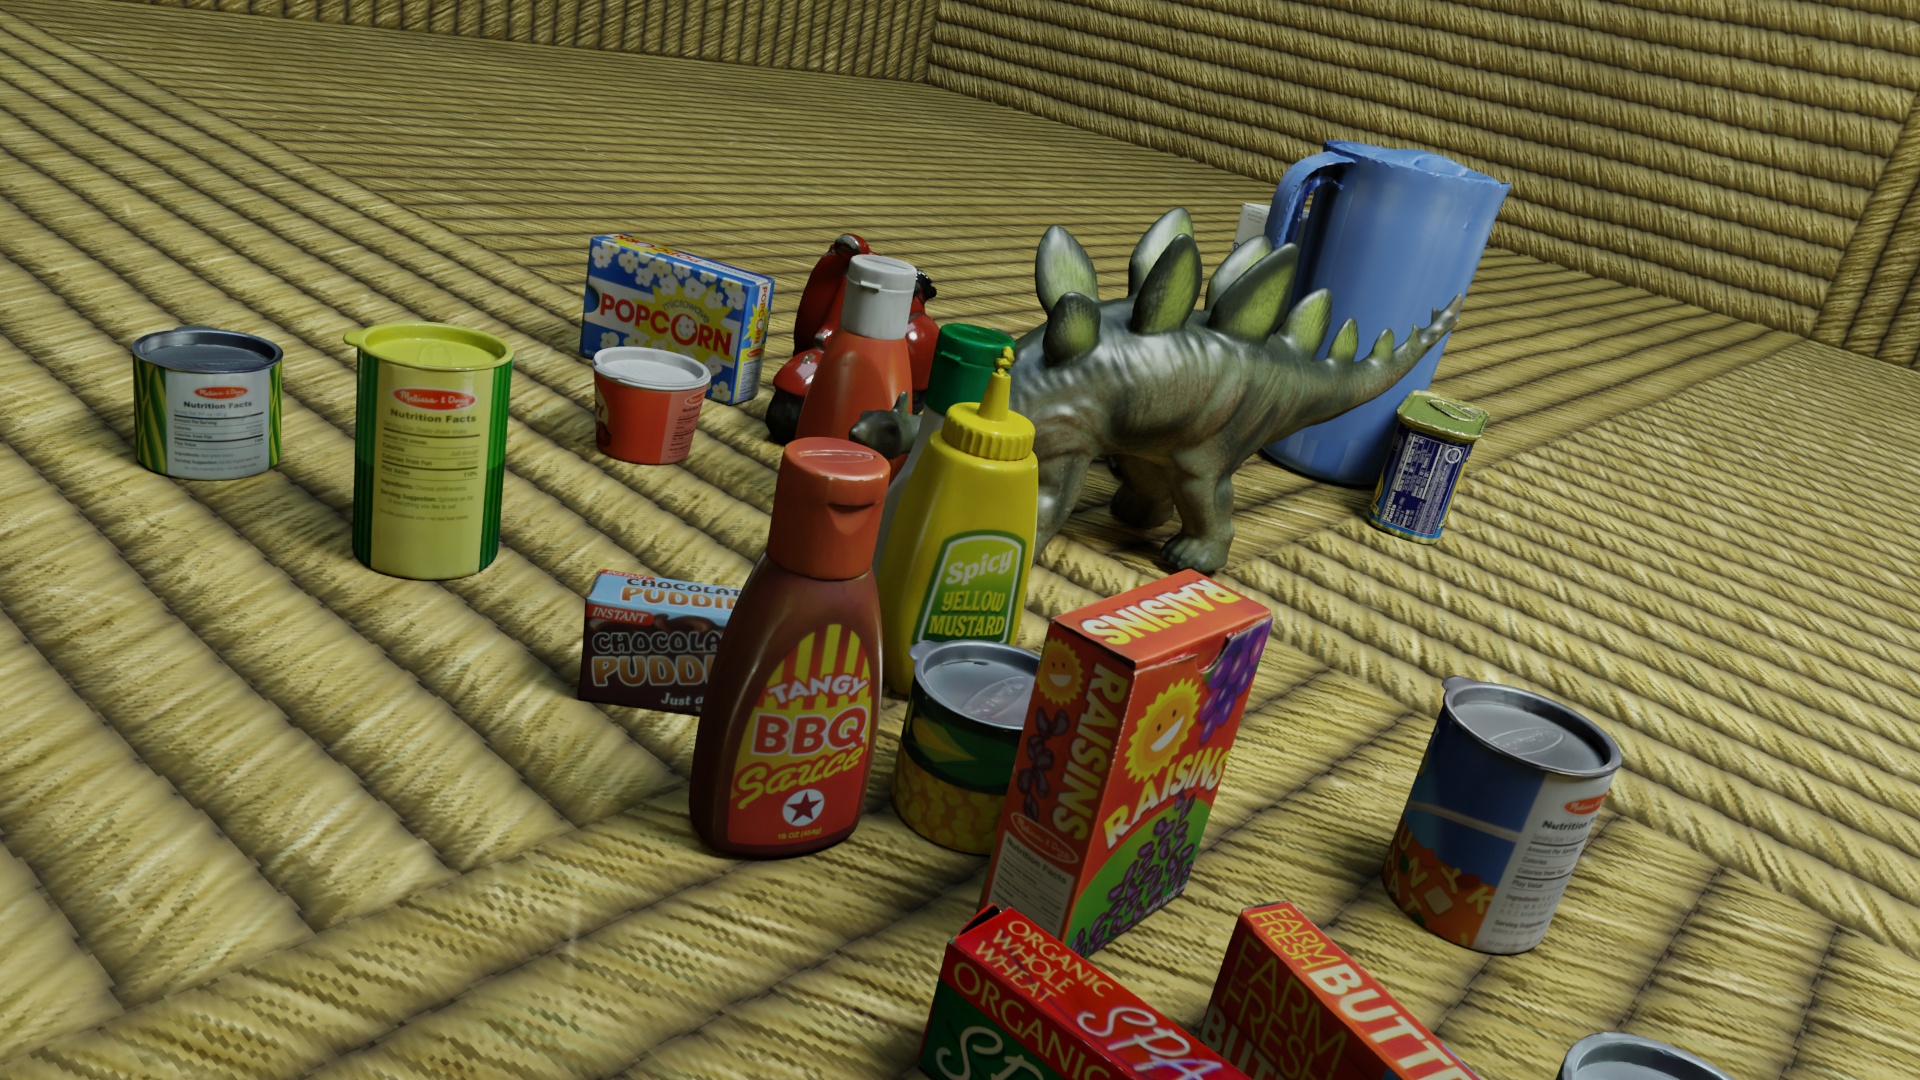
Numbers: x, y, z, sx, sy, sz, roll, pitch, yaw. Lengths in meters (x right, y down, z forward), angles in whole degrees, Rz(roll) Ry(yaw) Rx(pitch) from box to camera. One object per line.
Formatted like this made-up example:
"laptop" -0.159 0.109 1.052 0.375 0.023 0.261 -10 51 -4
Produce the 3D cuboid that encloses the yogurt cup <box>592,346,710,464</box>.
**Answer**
"yogurt cup" -0.185 -0.079 0.821 0.072 0.053 0.073 10 22 -4

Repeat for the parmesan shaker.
"parmesan shaker" -0.246 -0.042 0.638 0.071 0.102 0.071 10 22 -4

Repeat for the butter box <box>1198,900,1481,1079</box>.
"butter box" 0.115 0.160 0.411 0.024 0.053 0.104 -2 26 -31

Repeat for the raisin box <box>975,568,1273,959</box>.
"raisin box" 0.057 0.079 0.481 0.040 0.122 0.086 29 27 35

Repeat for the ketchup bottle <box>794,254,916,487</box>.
"ketchup bottle" -0.055 -0.081 0.768 0.065 0.148 0.044 16 22 10

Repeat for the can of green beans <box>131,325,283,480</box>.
"can of green beans" -0.375 -0.068 0.694 0.071 0.057 0.071 10 22 -4

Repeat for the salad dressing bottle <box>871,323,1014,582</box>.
"salad dressing bottle" -0.006 -0.030 0.674 0.064 0.147 0.044 26 26 31

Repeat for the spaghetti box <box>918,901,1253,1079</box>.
"spaghetti box" 0.089 0.181 0.351 0.250 0.050 0.029 28 27 34

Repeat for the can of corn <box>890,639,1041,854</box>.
"can of corn" 0.007 0.079 0.541 0.071 0.058 0.071 10 22 -4

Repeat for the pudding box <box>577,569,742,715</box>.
"pudding box" -0.112 0.044 0.574 0.084 0.049 0.030 9 22 -8

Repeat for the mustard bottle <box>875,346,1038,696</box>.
"mustard bottle" 0.002 -0.008 0.609 0.065 0.159 0.049 1 25 -26

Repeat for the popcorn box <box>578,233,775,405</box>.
"popcorn box" -0.194 -0.152 0.948 0.127 0.085 0.038 19 23 16

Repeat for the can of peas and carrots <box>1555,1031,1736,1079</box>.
"can of peas and carrots" 0.189 0.183 0.385 0.071 0.058 0.071 10 22 -4

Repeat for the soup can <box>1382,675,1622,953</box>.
"soup can" 0.208 0.106 0.544 0.071 0.083 0.071 10 22 -4

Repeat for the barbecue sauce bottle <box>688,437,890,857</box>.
"barbecue sauce bottle" -0.055 0.038 0.486 0.065 0.148 0.044 -1 26 -30
